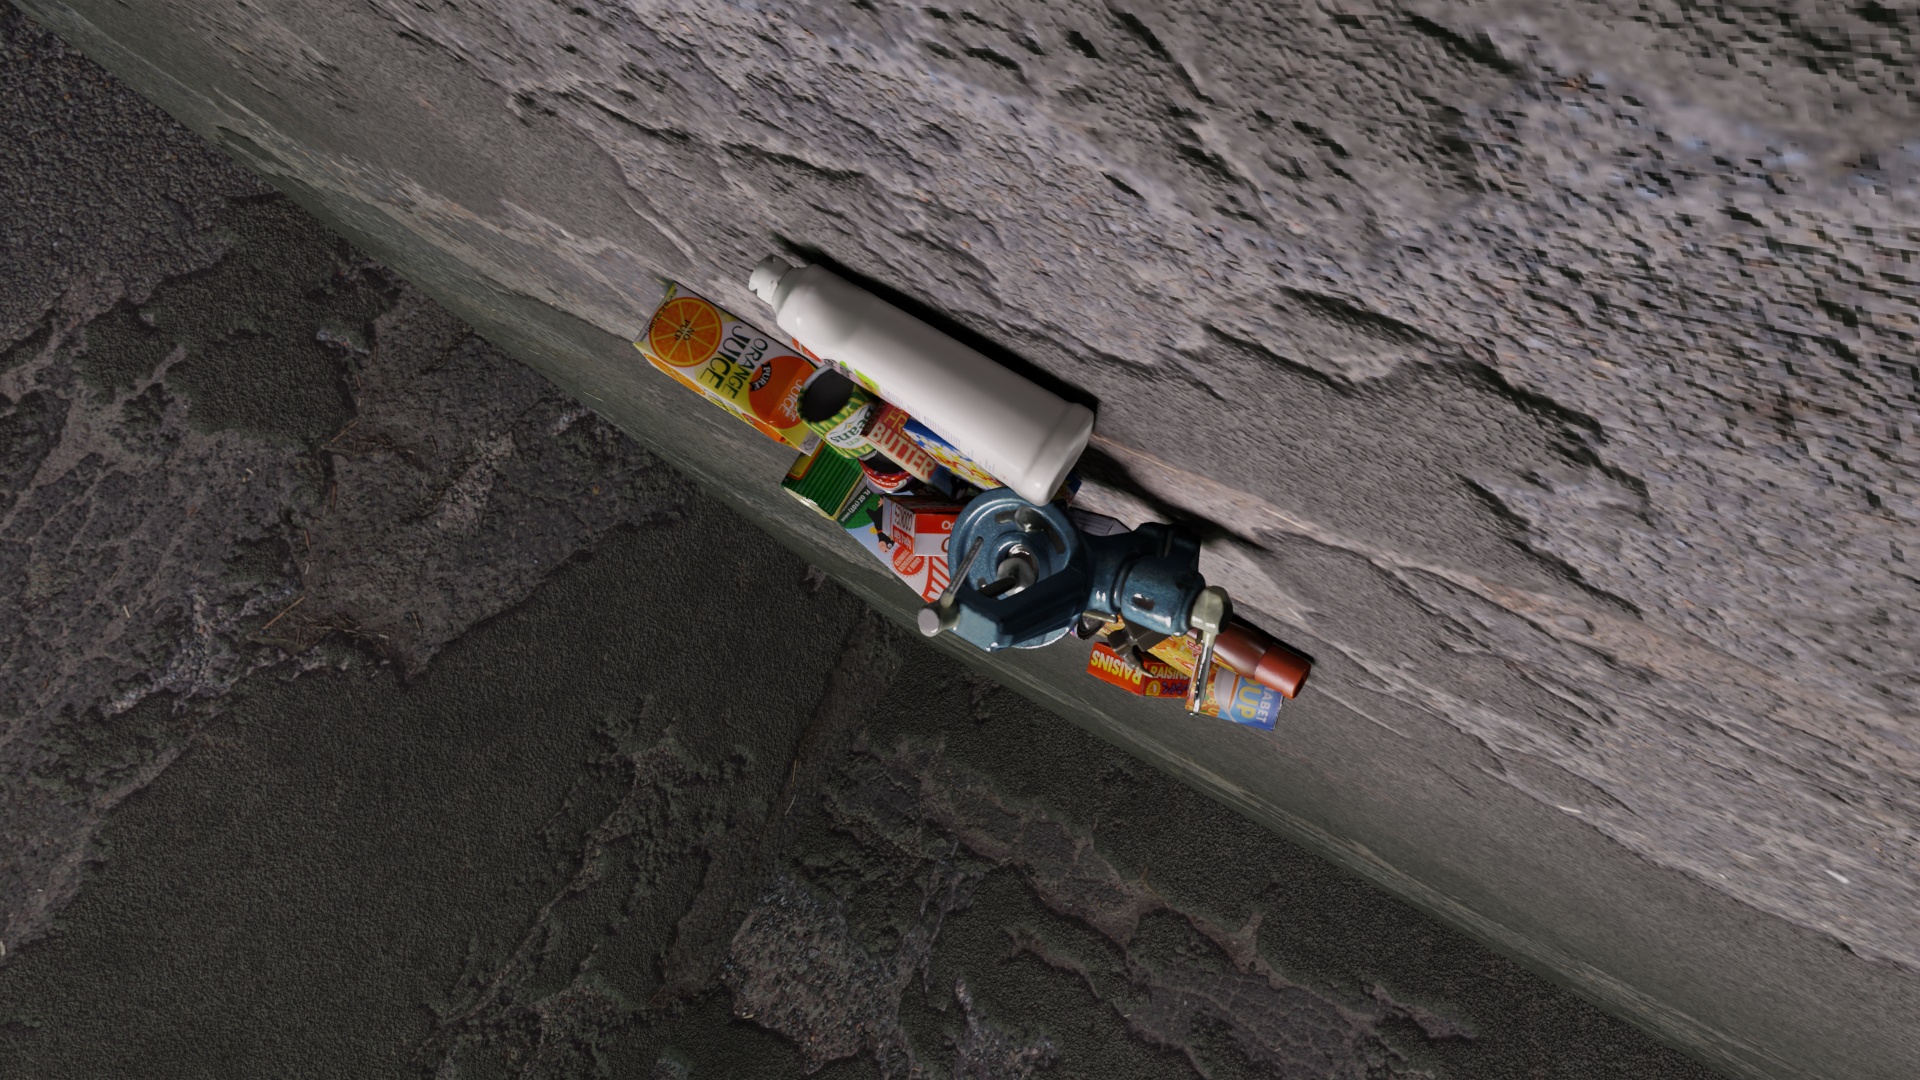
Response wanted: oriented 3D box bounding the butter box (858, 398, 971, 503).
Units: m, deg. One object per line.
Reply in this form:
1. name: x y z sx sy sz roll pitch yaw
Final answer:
1. butter box: -0.030 -0.081 1.179 0.103 0.053 0.024 35 172 -19

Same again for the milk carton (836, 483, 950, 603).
1. milk carton: -0.025 0.016 1.367 0.190 0.072 0.073 41 -177 4

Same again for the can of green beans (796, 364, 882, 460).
1. can of green beans: -0.099 -0.113 1.197 0.071 0.071 0.057 25 169 42

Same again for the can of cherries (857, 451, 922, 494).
1. can of cherries: -0.061 -0.079 1.248 0.071 0.071 0.058 30 172 9

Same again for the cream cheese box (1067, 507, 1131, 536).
1. cream cheese box: 0.116 -0.003 1.205 0.053 0.024 0.104 36 171 -30

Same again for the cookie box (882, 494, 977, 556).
1. cookie box: 0.004 -0.015 1.229 0.123 0.040 0.167 1 -173 -12

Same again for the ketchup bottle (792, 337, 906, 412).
1. ketchup bottle: -0.050 -0.125 1.018 0.149 0.043 0.064 31 174 4

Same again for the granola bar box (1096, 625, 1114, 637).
1. granola bar box: 0.107 0.048 1.516 0.165 0.039 0.124 36 171 -28

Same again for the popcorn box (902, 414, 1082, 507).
1. popcorn box: 0.025 -0.068 1.106 0.127 0.038 0.085 25 169 43

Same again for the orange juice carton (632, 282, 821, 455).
1. orange juice carton: -0.203 -0.157 1.306 0.193 0.072 0.073 31 173 7

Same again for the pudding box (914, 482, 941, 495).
1. pudding box: -0.018 -0.030 1.466 0.084 0.050 0.030 33 170 -5

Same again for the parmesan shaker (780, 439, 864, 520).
1. parmesan shaker: -0.122 -0.079 1.362 0.071 0.103 0.071 31 172 5

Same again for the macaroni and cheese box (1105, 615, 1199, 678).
1. macaroni and cheese box: 0.206 0.092 1.398 0.166 0.040 0.123 32 173 -4

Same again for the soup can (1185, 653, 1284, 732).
1. soup can: 0.258 0.136 1.295 0.084 0.071 0.071 14 169 9

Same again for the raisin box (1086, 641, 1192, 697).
1. raisin box: 0.212 0.141 1.513 0.123 0.040 0.086 7 -171 -39

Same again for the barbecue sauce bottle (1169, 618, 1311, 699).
1. barbecue sauce bottle: 0.241 0.092 1.250 0.149 0.044 0.064 28 175 24
